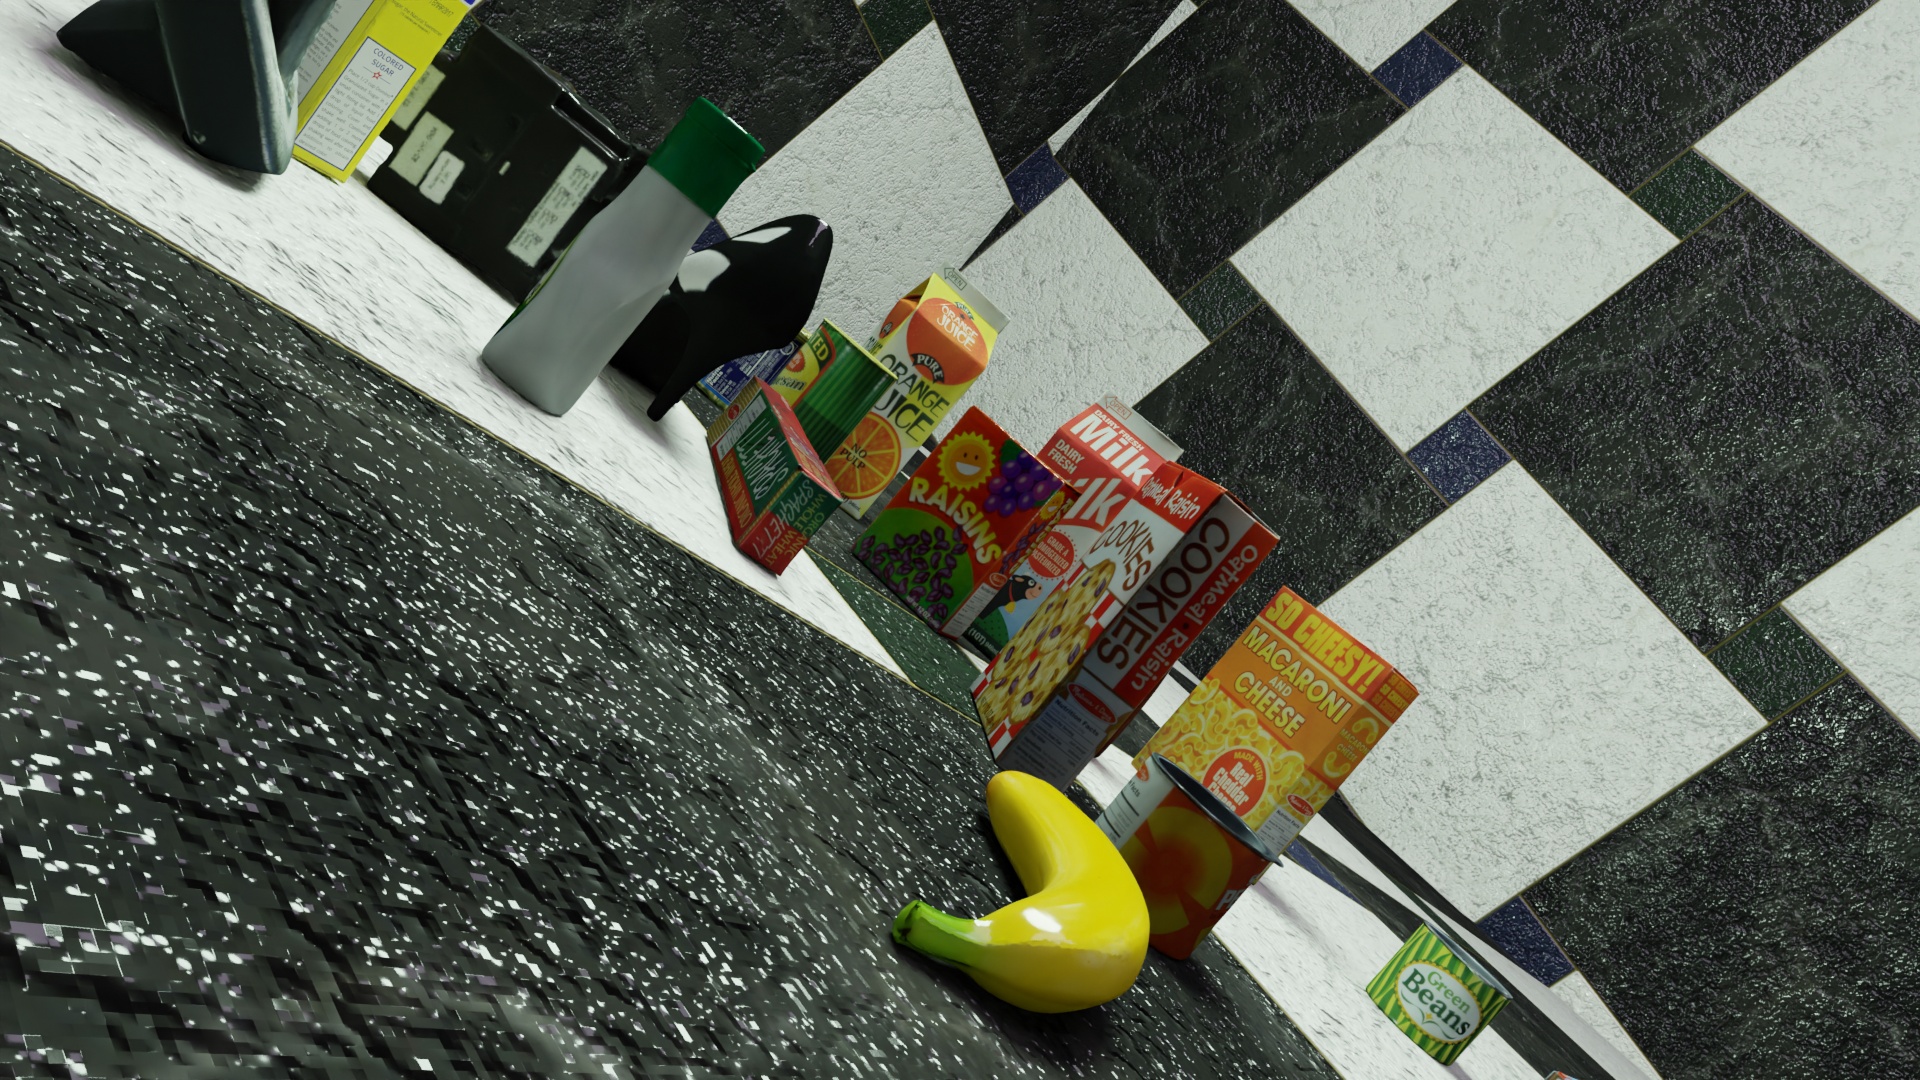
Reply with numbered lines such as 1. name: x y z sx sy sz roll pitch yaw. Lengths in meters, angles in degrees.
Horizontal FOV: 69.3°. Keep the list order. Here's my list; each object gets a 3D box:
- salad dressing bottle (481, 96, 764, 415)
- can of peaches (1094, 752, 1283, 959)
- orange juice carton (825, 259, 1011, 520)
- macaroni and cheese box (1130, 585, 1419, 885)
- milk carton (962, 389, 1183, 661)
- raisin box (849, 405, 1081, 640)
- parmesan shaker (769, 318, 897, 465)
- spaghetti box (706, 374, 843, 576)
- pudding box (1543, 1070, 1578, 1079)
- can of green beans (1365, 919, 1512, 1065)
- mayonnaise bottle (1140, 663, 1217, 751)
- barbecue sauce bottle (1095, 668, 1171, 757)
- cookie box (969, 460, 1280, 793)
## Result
1. salad dressing bottle: -0.145 -0.124 0.603 0.044 0.147 0.064 40 4 -7
2. can of peaches: 0.090 0.134 0.585 0.071 0.058 0.071 40 4 -3
3. orange juice carton: -0.048 -0.117 1.055 0.071 0.192 0.073 39 4 -19
4. macaroni and cheese box: 0.208 0.128 0.936 0.040 0.166 0.124 38 5 -34
5. milk carton: 0.066 -0.010 0.953 0.072 0.190 0.073 41 4 13
6. raisin box: 0.003 -0.011 0.880 0.086 0.123 0.040 42 4 24
7. parmesan shaker: -0.101 -0.094 0.969 0.071 0.103 0.071 40 4 -3
8. spaghetti box: -0.106 -0.043 0.754 0.028 0.050 0.250 39 5 -21
9. pudding box: 0.341 0.331 0.786 0.030 0.049 0.083 44 5 41
10. can of green beans: 0.294 0.279 0.857 0.071 0.058 0.071 40 4 -3
11. mayonnaise bottle: 0.199 0.122 1.036 0.041 0.148 0.064 43 5 39
12. barbecue sauce bottle: 0.109 0.063 0.865 0.065 0.148 0.044 38 4 -32
13. cookie box: 0.076 0.039 0.702 0.040 0.167 0.123 40 4 -10
